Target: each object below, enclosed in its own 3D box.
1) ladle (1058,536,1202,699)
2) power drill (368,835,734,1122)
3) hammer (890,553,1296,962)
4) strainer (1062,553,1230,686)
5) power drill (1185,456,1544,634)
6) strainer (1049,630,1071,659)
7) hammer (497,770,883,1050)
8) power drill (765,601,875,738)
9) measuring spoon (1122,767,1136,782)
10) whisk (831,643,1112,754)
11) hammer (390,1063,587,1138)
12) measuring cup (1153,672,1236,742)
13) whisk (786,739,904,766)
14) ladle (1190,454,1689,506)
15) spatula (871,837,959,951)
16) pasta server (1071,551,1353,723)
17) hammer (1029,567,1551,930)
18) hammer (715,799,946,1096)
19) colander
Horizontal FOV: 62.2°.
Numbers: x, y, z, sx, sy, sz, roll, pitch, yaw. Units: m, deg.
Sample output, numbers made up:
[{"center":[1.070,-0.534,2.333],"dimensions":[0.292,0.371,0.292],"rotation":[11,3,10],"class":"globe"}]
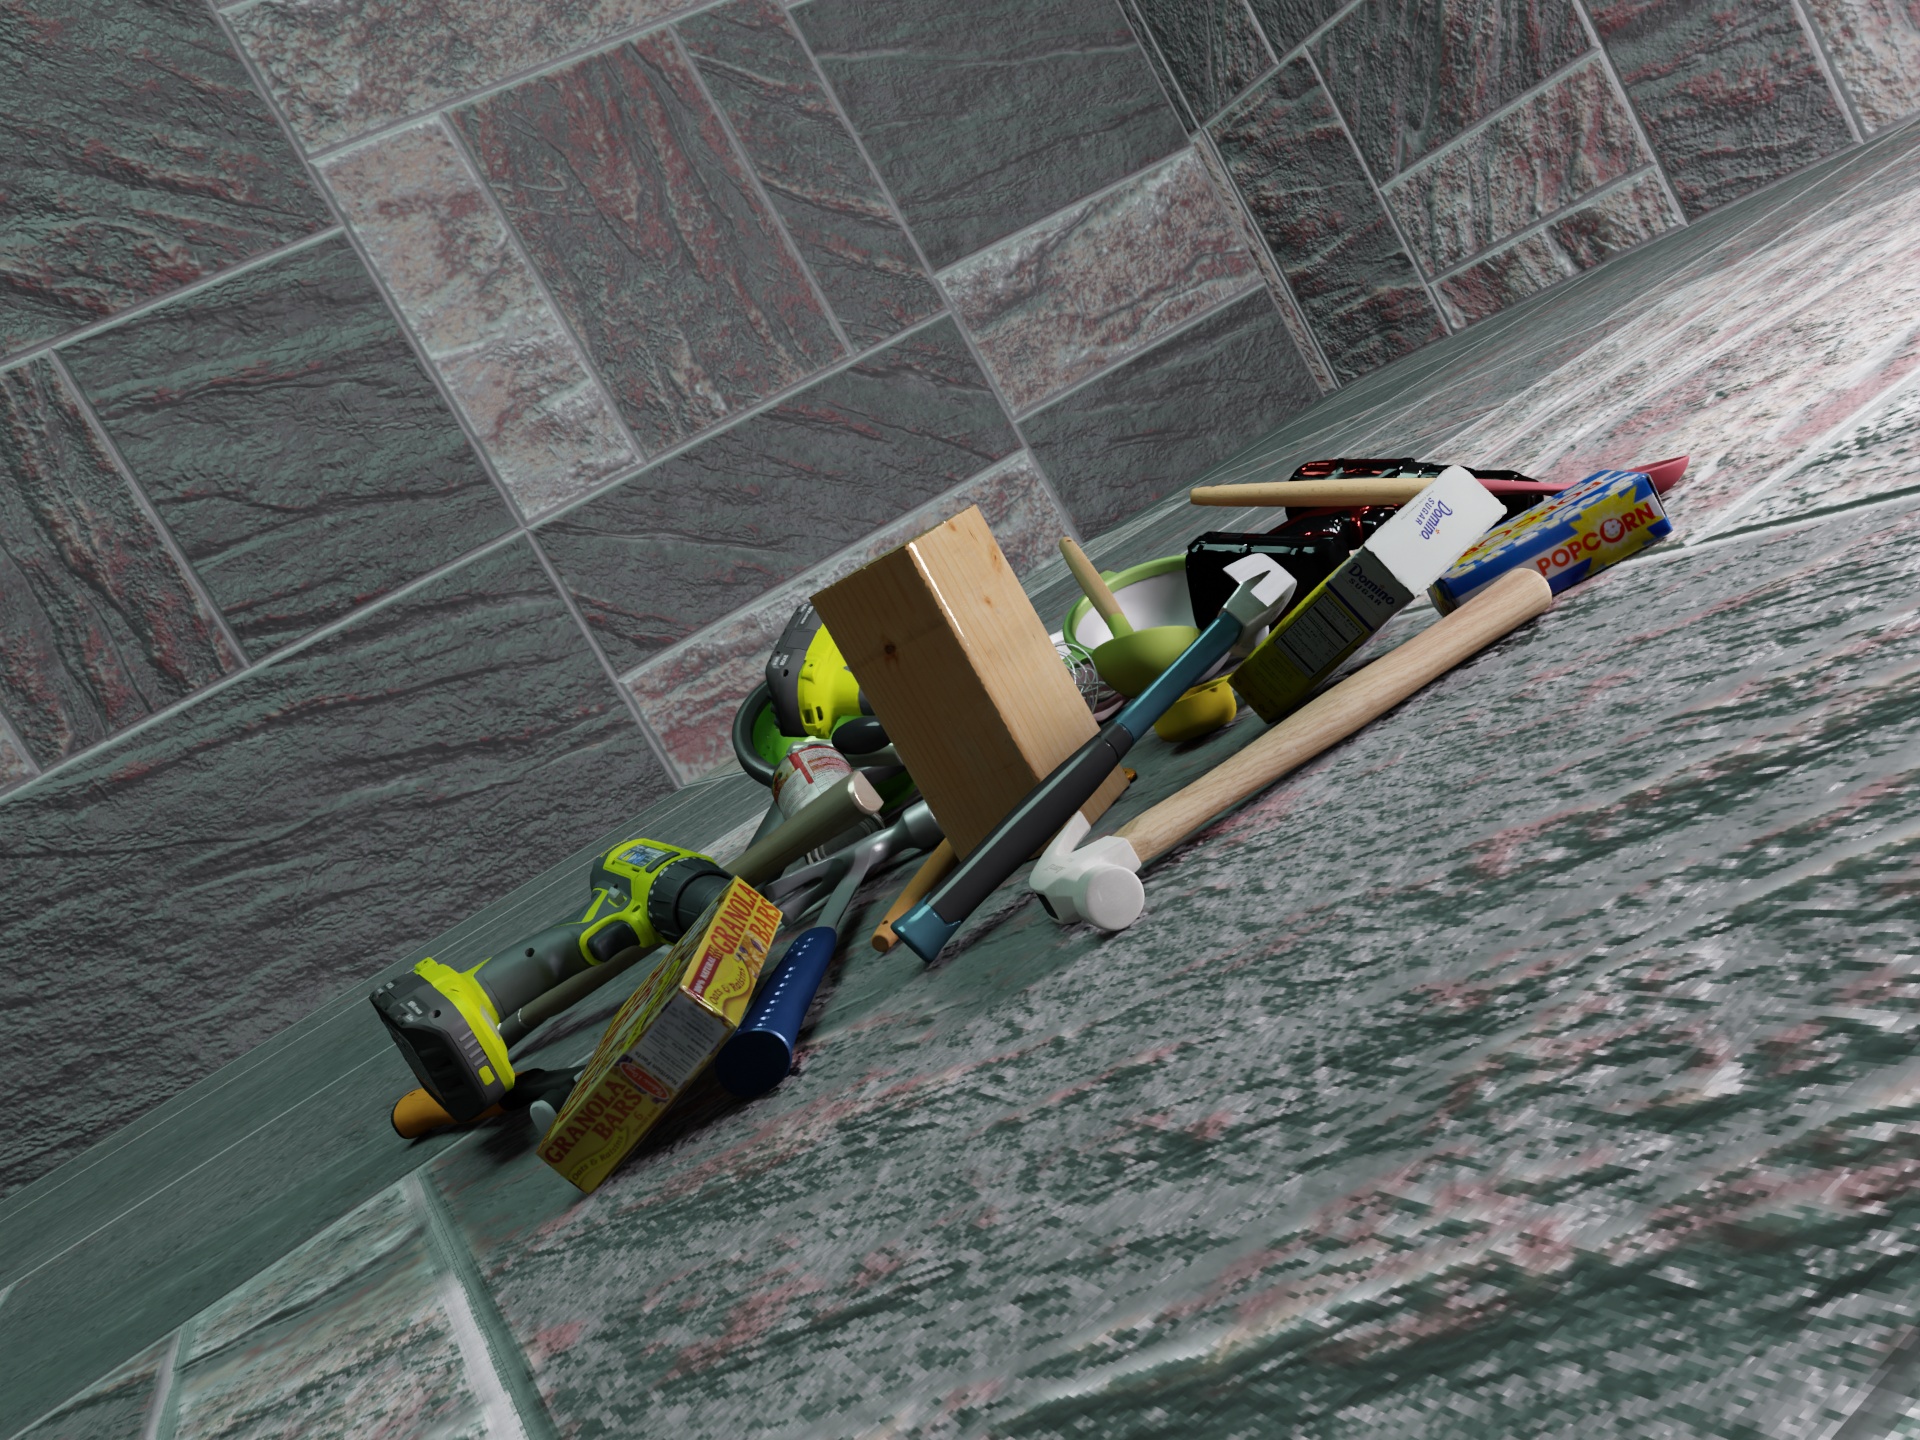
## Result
[{"center":[0.111,-0.095,1.193],"dimensions":[0.078,0.062,0.320],"rotation":[-8,25,-5],"class":"ladle"},{"center":[-0.251,0.158,1.037],"dimensions":[0.228,0.080,0.191],"rotation":[-33,19,-26],"class":"power drill"},{"center":[0.083,0.019,0.922],"dimensions":[0.331,0.033,0.128],"rotation":[-43,-14,-20],"class":"hammer"},{"center":[0.207,-0.070,1.214],"dimensions":[0.256,0.069,0.152],"rotation":[-7,32,24],"class":"strainer"},{"center":[0.283,-0.126,1.113],"dimensions":[0.188,0.080,0.227],"rotation":[7,31,40],"class":"power drill"},{"center":[0.071,-0.012,1.405],"dimensions":[0.087,0.050,0.258],"rotation":[24,42,23],"class":"strainer"},{"center":[-0.222,0.156,1.194],"dimensions":[0.410,0.038,0.146],"rotation":[-34,9,26],"class":"hammer"},{"center":[-0.042,-0.045,1.386],"dimensions":[0.223,0.080,0.171],"rotation":[3,39,14],"class":"power drill"},{"center":[0.095,0.034,1.083],"dimensions":[0.021,0.011,0.117],"rotation":[-31,7,-11],"class":"measuring spoon"},{"center":[-0.001,-0.004,1.208],"dimensions":[0.284,0.070,0.070],"rotation":[-12,17,44],"class":"whisk"},{"center":[-0.301,0.248,1.082],"dimensions":[0.337,0.034,0.127],"rotation":[-22,11,47],"class":"hammer"},{"center":[0.191,-0.020,1.065],"dimensions":[0.156,0.029,0.062],"rotation":[-20,2,-32],"class":"measuring cup"},{"center":[-0.039,0.023,1.300],"dimensions":[0.246,0.059,0.057],"rotation":[-3,-23,29],"class":"whisk"},{"center":[0.304,-0.151,1.041],"dimensions":[0.315,0.031,0.069],"rotation":[2,11,25],"class":"ladle"},{"center":[-0.004,0.073,1.090],"dimensions":[0.081,0.041,0.323],"rotation":[-14,14,22],"class":"spatula"},{"center":[0.204,-0.076,1.324],"dimensions":[0.316,0.060,0.040],"rotation":[-30,43,-21],"class":"pasta server"},{"center":[0.178,0.010,0.843],"dimensions":[0.331,0.031,0.130],"rotation":[-31,7,-14],"class":"hammer"},{"center":[-0.093,0.139,1.005],"dimensions":[0.144,0.035,0.405],"rotation":[-28,7,10],"class":"hammer"},{"center":[-0.121,0.074,1.391],"dimensions":[0.204,0.094,0.397],"rotation":[2,39,20],"class":"colander"}]
